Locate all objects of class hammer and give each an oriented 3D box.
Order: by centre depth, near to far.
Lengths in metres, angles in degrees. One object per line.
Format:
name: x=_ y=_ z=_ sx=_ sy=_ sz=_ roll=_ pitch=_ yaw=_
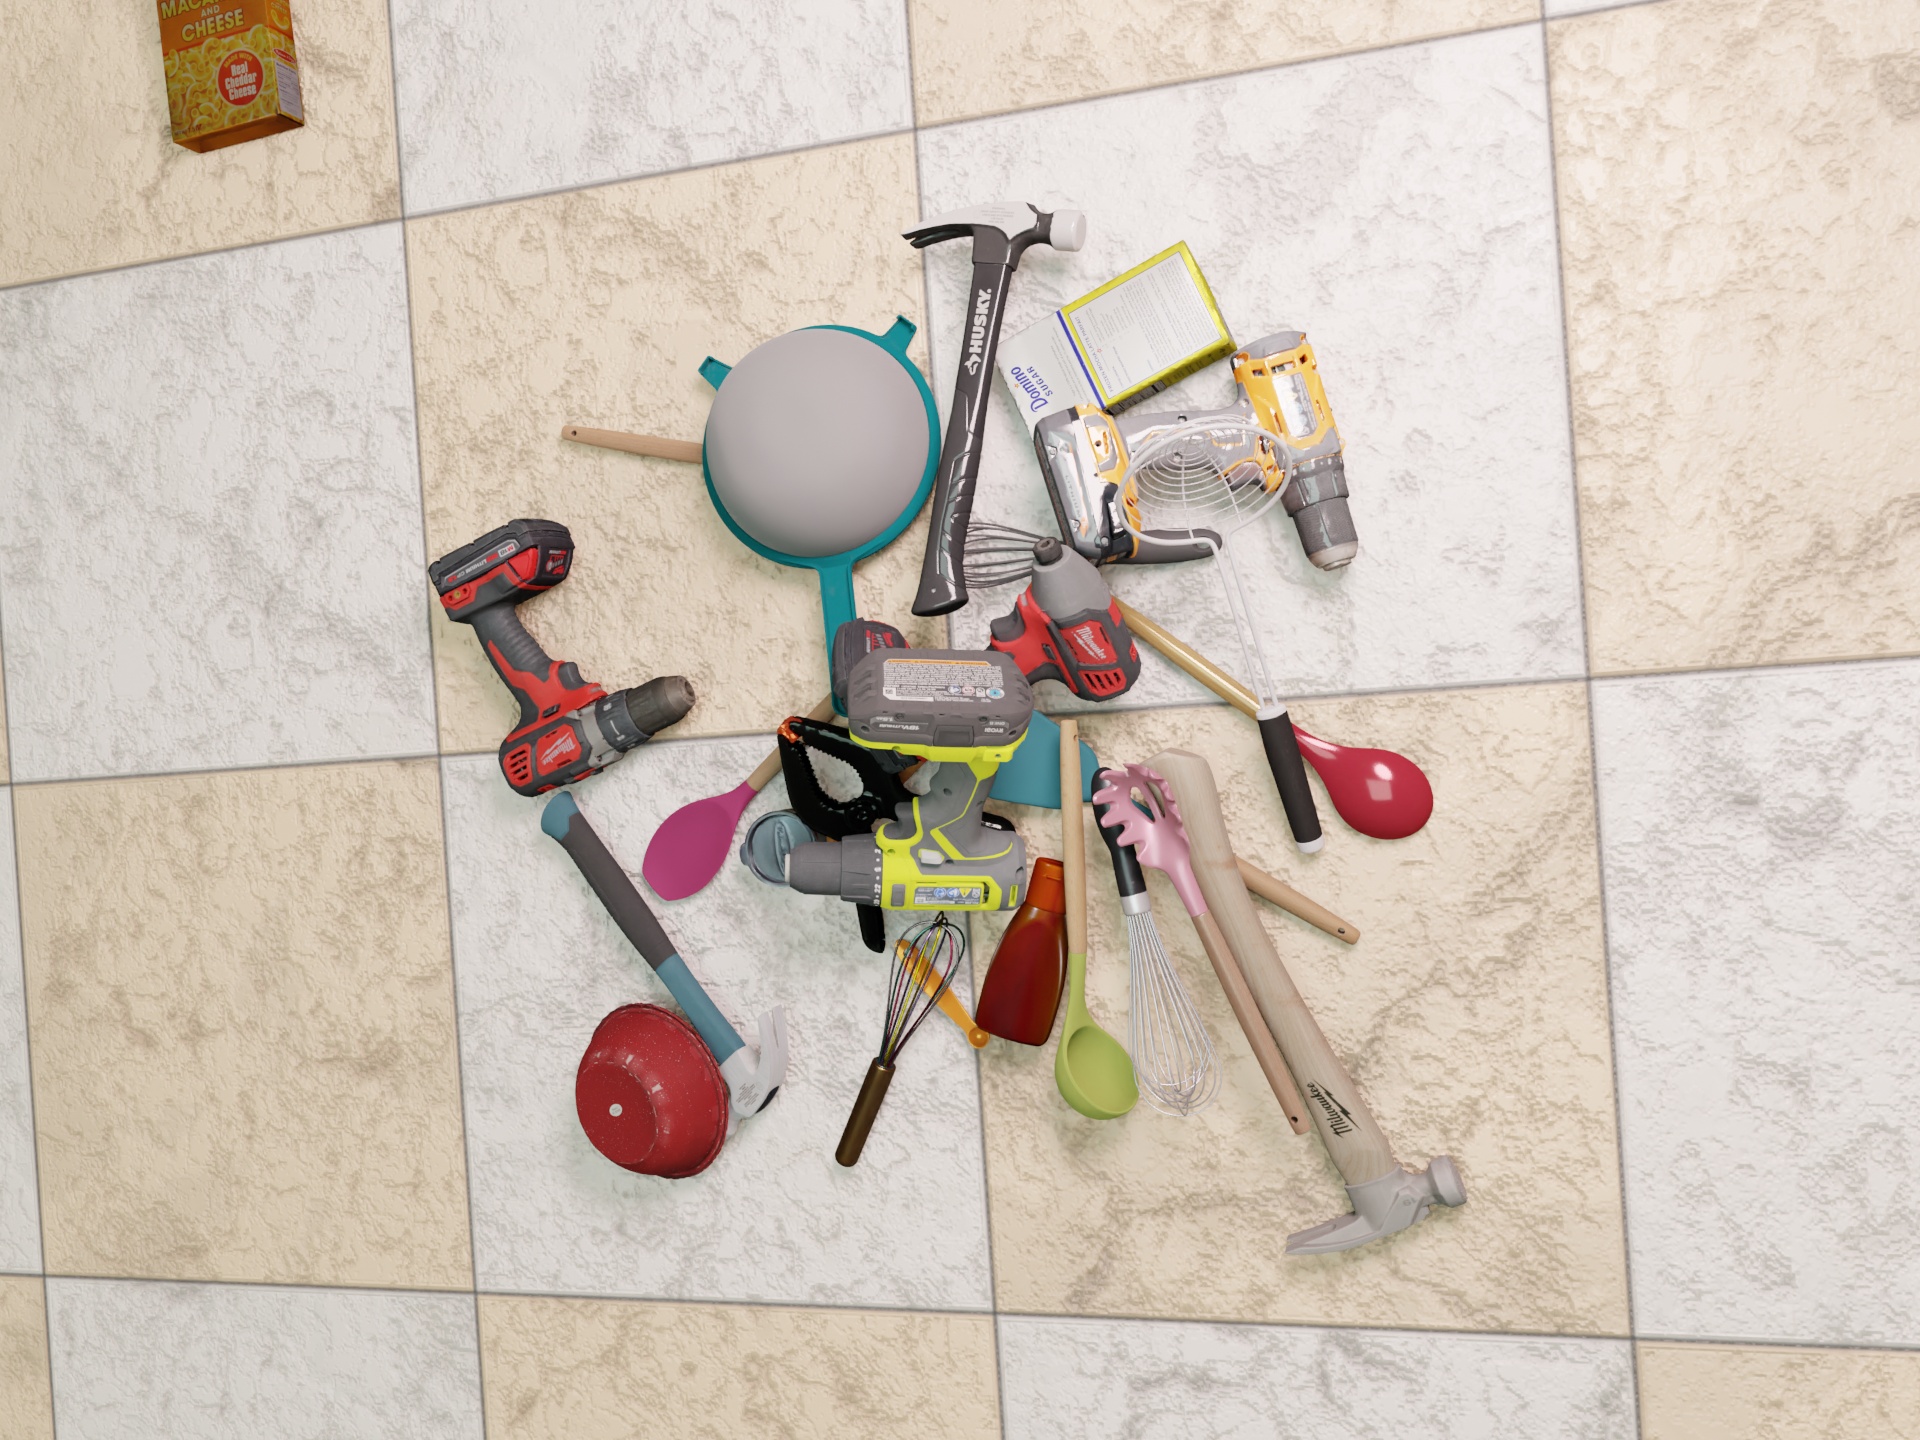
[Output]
hammer: x=0.235 y=0.215 z=1.239 sx=0.146 sy=0.038 sz=0.410 roll=-27 pitch=89 yaw=16
hammer: x=0.001 y=-0.247 z=1.271 sx=0.146 sy=0.035 sz=0.335 roll=10 pitch=89 yaw=20
hammer: x=-0.266 y=0.202 z=1.394 sx=0.128 sy=0.033 sz=0.331 roll=-45 pitch=77 yaw=27

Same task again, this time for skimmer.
skimmer: x=0.215 y=-0.051 z=1.167 sx=0.127 sy=0.090 sz=0.363 roll=-17 pitch=108 yaw=9

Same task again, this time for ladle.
ladle: x=0.234 y=-0.011 z=1.260 sx=0.315 sy=0.031 sz=0.069 roll=37 pitch=104 yaw=14
ladle: x=0.102 y=0.159 z=1.262 sx=0.062 sy=0.078 sz=0.320 roll=2 pitch=98 yaw=39

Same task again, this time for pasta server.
pasta server: x=0.191 y=0.174 z=1.209 sx=0.060 sy=0.040 sz=0.316 roll=-25 pitch=90 yaw=30

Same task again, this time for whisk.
whisk: x=0.147 y=0.174 z=1.253 sx=0.070 sy=0.070 sz=0.284 roll=-13 pitch=92 yaw=16
whisk: x=0.092 y=-0.139 z=1.290 sx=0.239 sy=0.055 sz=0.055 roll=-2 pitch=91 yaw=12
whisk: x=-0.055 y=0.268 z=1.337 sx=0.047 sy=0.051 sz=0.245 roll=41 pitch=114 yaw=52

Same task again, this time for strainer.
strainer: x=-0.120 y=-0.174 z=1.300 sx=0.211 sy=0.095 sz=0.340 roll=-9 pitch=81 yaw=12

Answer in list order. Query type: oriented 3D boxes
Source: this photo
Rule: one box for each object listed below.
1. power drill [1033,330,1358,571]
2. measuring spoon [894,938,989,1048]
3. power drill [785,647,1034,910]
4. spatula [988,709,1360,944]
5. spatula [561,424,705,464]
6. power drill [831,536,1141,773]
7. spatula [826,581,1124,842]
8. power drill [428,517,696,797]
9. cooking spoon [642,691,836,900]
power drill: x=0.187 y=-0.182 z=1.225 sx=0.226 sy=0.084 sz=0.185 roll=-17 pitch=86 yaw=-1
measuring spoon: x=-0.015 y=0.229 z=1.345 sx=0.021 sy=0.011 sz=0.117 roll=-46 pitch=76 yaw=17
power drill: x=-0.038 y=0.058 z=1.220 sx=0.190 sy=0.080 sz=0.228 roll=2 pitch=130 yaw=-6
spatula: x=0.173 y=0.097 z=1.269 sx=0.317 sy=0.044 sz=0.082 roll=29 pitch=103 yaw=12
spatula: x=-0.204 y=-0.231 z=1.384 sx=0.316 sy=0.018 sz=0.060 roll=10 pitch=91 yaw=14
power drill: x=0.017 y=-0.054 z=1.232 sx=0.219 sy=0.079 sz=0.143 roll=-20 pitch=127 yaw=13
spatula: x=-0.002 y=-0.004 z=1.318 sx=0.081 sy=0.041 sz=0.322 roll=44 pitch=104 yaw=-5
power drill: x=-0.349 y=-0.063 z=1.400 sx=0.188 sy=0.080 sz=0.227 roll=-24 pitch=87 yaw=15
cooking spoon: x=-0.162 y=0.039 z=1.377 sx=0.319 sy=0.017 sz=0.069 roll=-45 pitch=77 yaw=13
